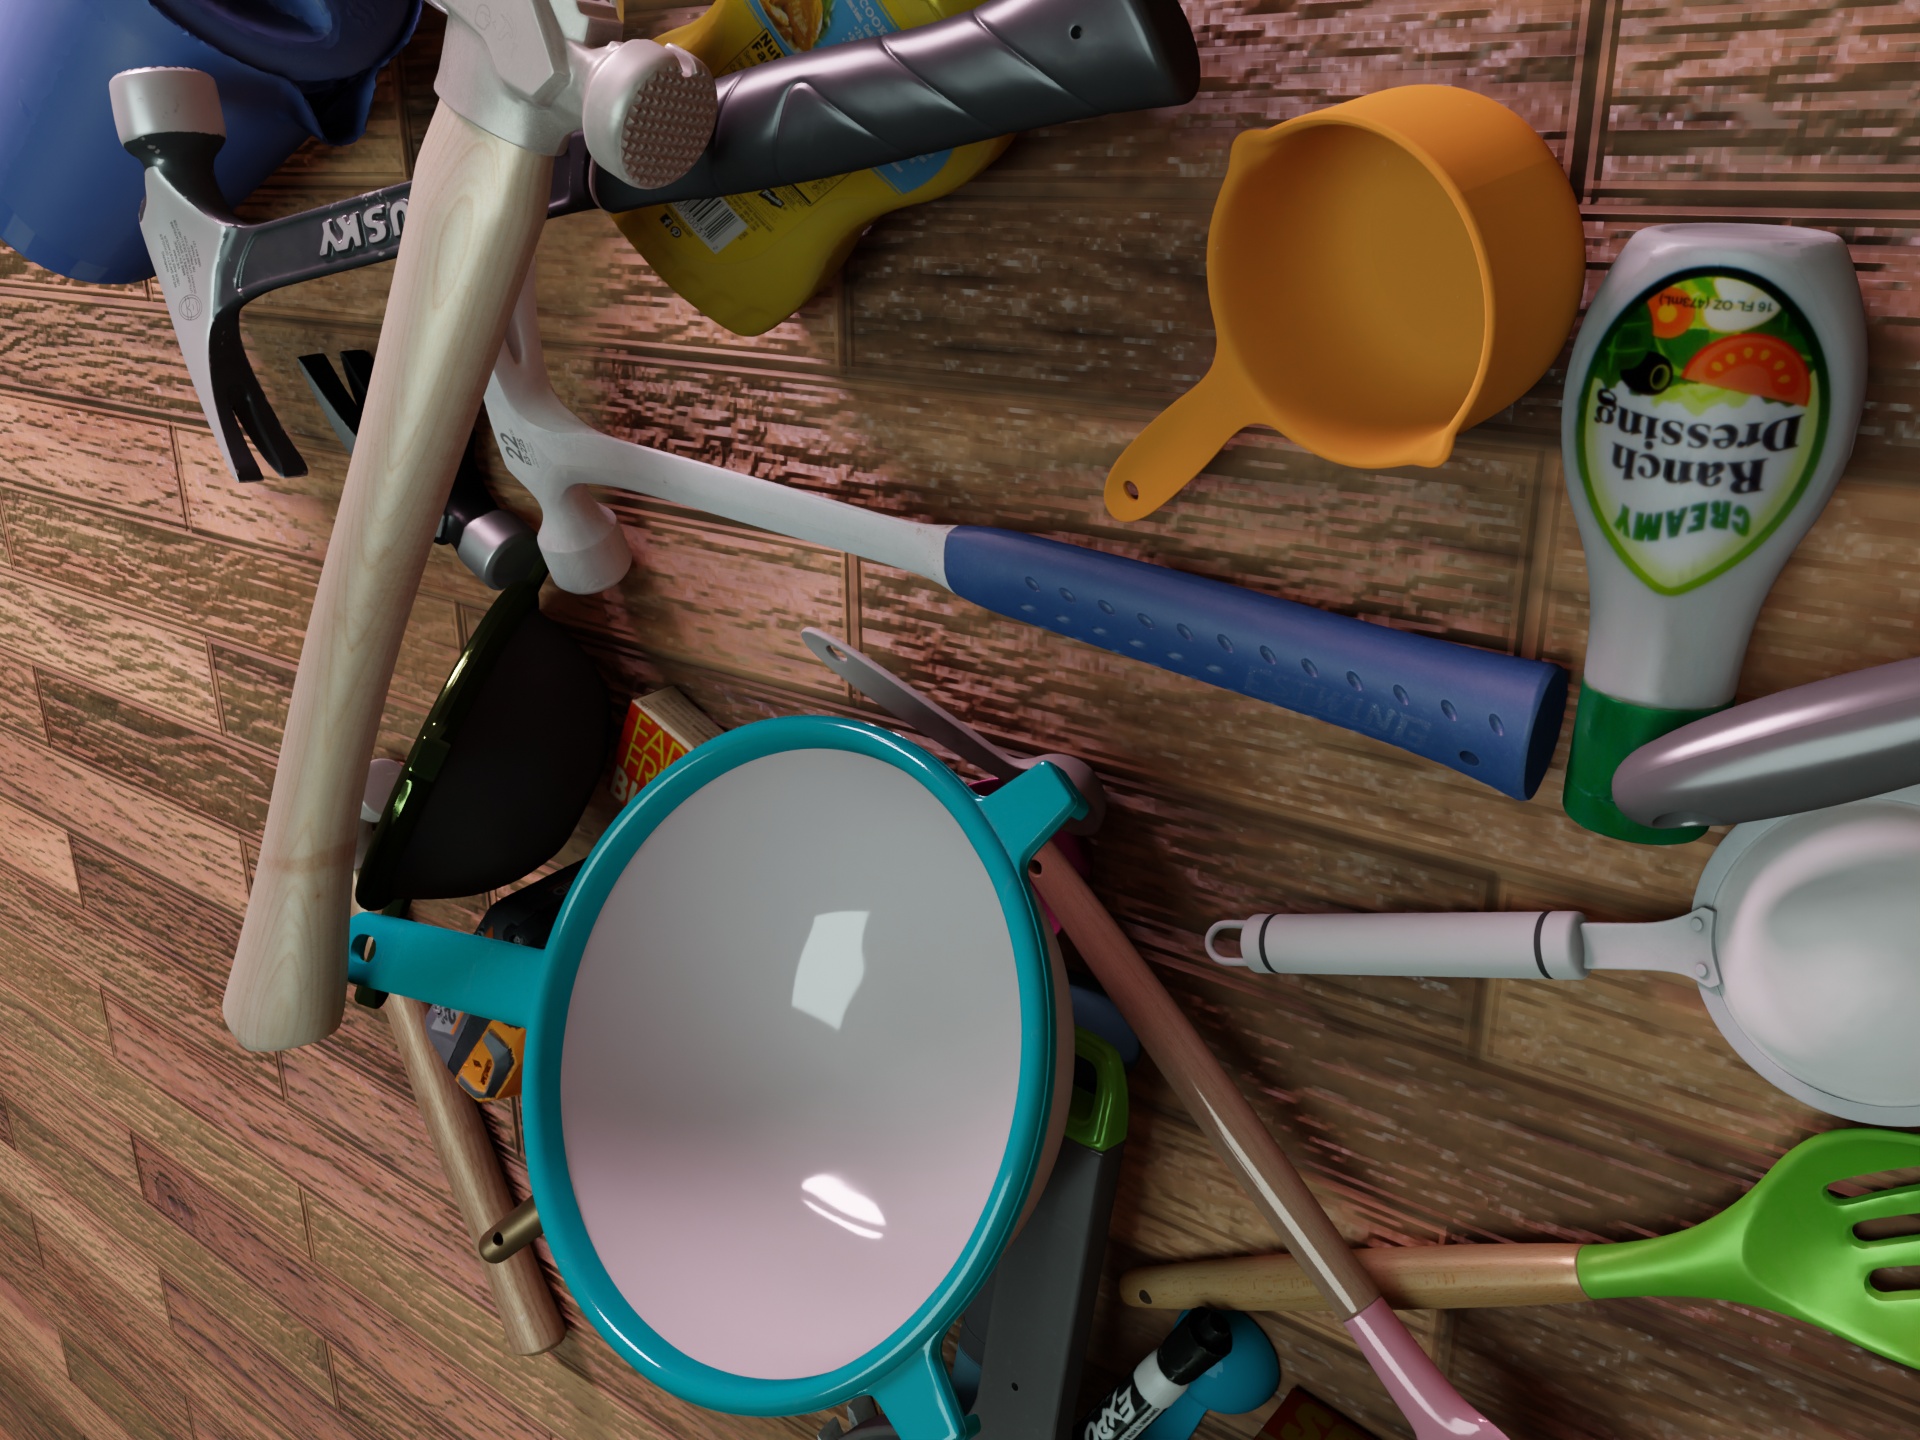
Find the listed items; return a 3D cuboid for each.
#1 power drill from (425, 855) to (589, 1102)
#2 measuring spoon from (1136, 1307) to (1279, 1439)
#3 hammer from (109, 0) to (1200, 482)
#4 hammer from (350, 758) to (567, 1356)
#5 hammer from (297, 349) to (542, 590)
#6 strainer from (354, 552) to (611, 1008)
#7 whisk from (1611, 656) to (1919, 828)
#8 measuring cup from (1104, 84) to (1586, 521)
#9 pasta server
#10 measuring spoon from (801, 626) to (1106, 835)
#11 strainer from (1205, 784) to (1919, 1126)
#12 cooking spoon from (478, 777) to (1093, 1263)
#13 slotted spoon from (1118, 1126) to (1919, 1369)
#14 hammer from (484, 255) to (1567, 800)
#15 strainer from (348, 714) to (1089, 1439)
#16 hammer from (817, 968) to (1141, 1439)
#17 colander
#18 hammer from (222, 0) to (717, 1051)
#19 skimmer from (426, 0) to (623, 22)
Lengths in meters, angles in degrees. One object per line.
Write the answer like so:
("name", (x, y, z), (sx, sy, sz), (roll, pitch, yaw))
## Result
("power drill", (-0.119, 0.168, 0.685), (0.226, 0.084, 0.164), (47, 127, 12))
("measuring spoon", (0.075, 0.265, 0.595), (0.042, 0.021, 0.128), (40, 125, 22))
("hammer", (-0.120, -0.163, 0.491), (0.409, 0.036, 0.149), (-1, 103, 31))
("hammer", (-0.288, 0.188, 0.861), (0.130, 0.031, 0.331), (-17, 95, 41))
("hammer", (-0.189, -0.224, 0.631), (0.146, 0.035, 0.334), (41, 127, 20))
("strainer", (-0.212, 0.057, 0.702), (0.069, 0.152, 0.256), (25, 127, -10))
("whisk", (0.251, -0.016, 0.318), (0.239, 0.055, 0.055), (-20, 92, 35))
("measuring cup", (0.096, -0.101, 0.437), (0.095, 0.052, 0.173), (59, 153, 4))
("pasta server", (0.105, 0.162, 0.497), (0.060, 0.040, 0.316), (-46, 69, 29))
("measuring spoon", (-0.001, -0.002, 0.548), (0.124, 0.018, 0.034), (33, 152, 9))
("strainer", (0.172, 0.063, 0.434), (0.258, 0.050, 0.087), (-7, 85, 44))
("cooking spoon", (-0.078, 0.126, 0.609), (0.319, 0.017, 0.069), (-38, 76, 19))
("slotted spoon", (0.166, 0.166, 0.483), (0.314, 0.031, 0.070), (-23, 90, 44))
("hammer", (-0.011, -0.059, 0.521), (0.406, 0.035, 0.143), (19, 141, 30))
("strainer", (-0.090, 0.107, 0.562), (0.340, 0.095, 0.211), (4, 79, 37))
("hammer", (0.016, 0.241, 0.629), (0.128, 0.033, 0.330), (28, 121, 28))
("colander", (-0.006, 0.295, 0.558), (0.205, 0.094, 0.397), (21, 112, 38))
("hammer", (-0.204, -0.050, 0.533), (0.146, 0.038, 0.410), (36, 120, 19))
("skimmer", (-0.038, -0.299, 0.453), (0.363, 0.090, 0.127), (-15, 124, 25))
